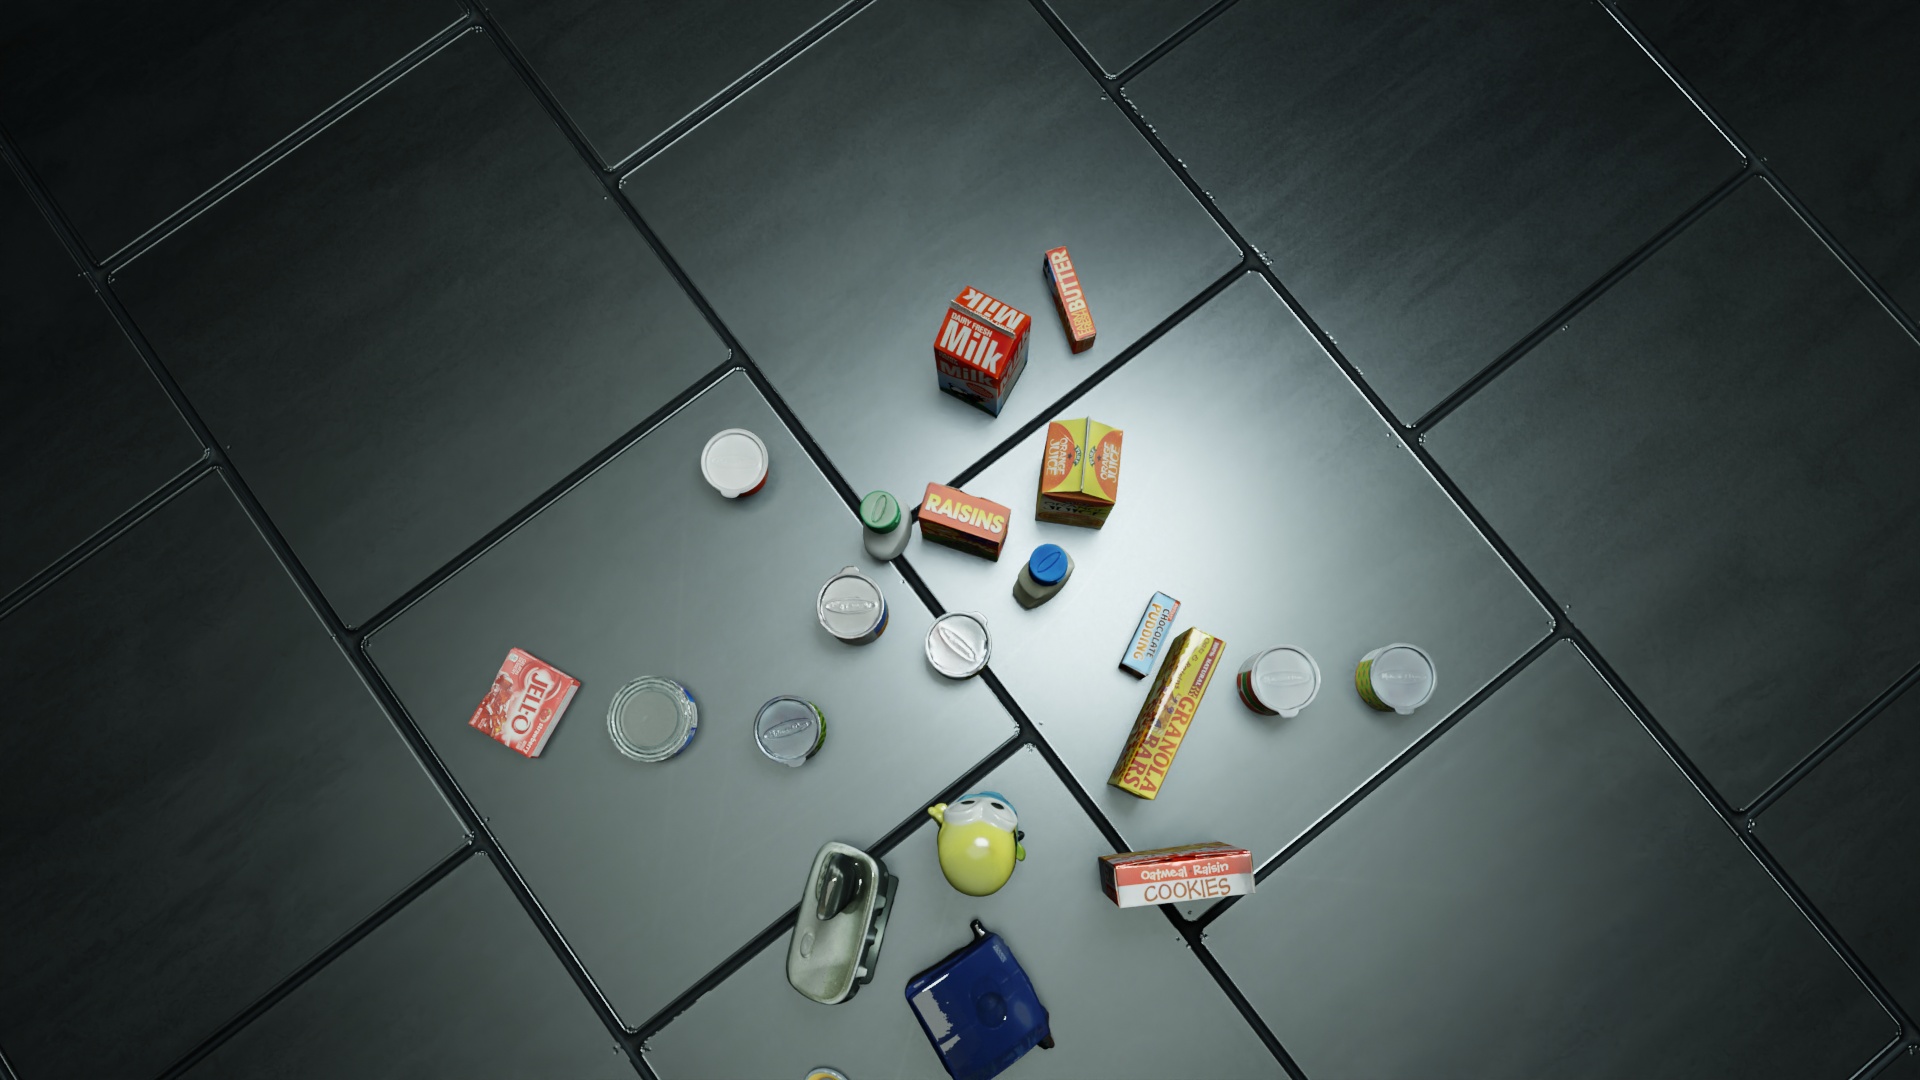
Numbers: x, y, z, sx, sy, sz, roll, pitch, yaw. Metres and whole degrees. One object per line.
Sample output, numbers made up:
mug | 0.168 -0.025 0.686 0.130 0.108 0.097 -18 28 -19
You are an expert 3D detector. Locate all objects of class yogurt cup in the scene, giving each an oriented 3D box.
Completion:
yogurt cup | -0.229 -0.077 1.432 0.072 0.054 0.072 0 80 1

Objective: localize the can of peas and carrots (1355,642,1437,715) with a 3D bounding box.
can of peas and carrots | 0.434 0.140 1.384 0.071 0.058 0.071 0 80 1

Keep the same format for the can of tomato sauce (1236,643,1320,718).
can of tomato sauce | 0.313 0.141 1.373 0.071 0.083 0.071 0 80 1

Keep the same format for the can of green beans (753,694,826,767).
can of green beans | -0.169 0.188 1.382 0.071 0.057 0.071 0 80 1

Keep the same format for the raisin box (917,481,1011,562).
raisin box | 0.005 -0.017 1.384 0.086 0.123 0.040 19 81 4

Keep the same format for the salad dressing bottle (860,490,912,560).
salad dressing bottle | -0.075 -0.018 1.372 0.044 0.147 0.064 20 81 4

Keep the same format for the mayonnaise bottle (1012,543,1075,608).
mayonnaise bottle | 0.083 0.031 1.362 0.065 0.148 0.041 -40 82 -6

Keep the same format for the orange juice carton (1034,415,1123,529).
orange juice carton | 0.115 -0.065 1.356 0.073 0.192 0.072 7 81 2

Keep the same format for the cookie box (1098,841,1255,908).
cookie box | 0.198 0.311 1.301 0.123 0.167 0.040 -7 81 0

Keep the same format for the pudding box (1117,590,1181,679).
pudding box | 0.191 0.096 1.399 0.030 0.049 0.084 26 81 5

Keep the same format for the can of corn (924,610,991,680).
can of corn | 0.000 0.105 1.395 0.071 0.058 0.071 0 80 1

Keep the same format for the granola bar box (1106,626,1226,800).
granola bar box | 0.199 0.170 1.348 0.039 0.124 0.166 26 81 5

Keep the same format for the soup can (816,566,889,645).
soup can | -0.106 0.067 1.390 0.071 0.083 0.071 0 80 1

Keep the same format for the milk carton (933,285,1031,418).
milk carton | 0.022 -0.191 1.381 0.072 0.190 0.073 28 82 5

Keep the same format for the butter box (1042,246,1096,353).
butter box | 0.114 -0.252 1.460 0.024 0.053 0.103 -18 80 -2
